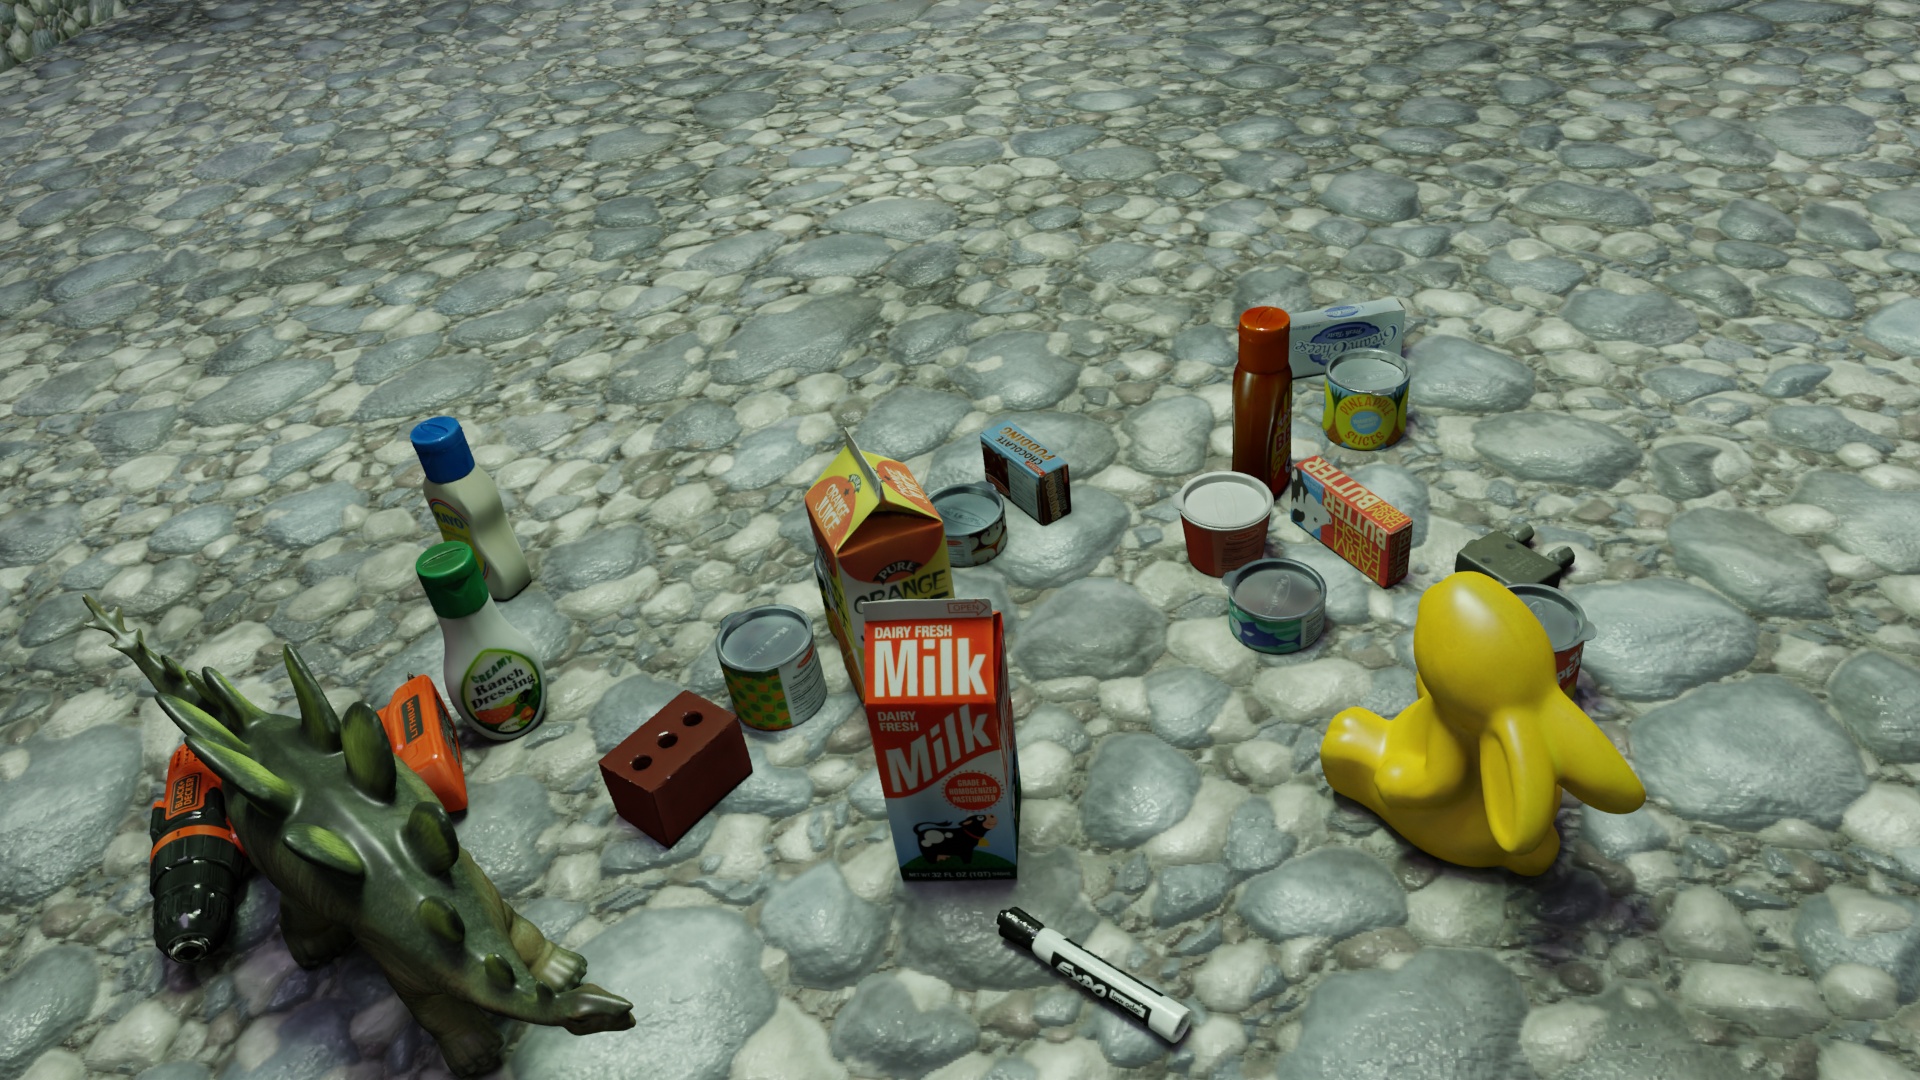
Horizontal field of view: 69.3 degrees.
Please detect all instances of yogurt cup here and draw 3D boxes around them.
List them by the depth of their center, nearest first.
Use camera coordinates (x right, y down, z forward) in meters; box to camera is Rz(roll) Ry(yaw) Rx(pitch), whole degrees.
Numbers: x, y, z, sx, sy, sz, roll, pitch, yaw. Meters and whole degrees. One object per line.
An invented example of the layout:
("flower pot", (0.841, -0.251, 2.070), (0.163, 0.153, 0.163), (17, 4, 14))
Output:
("yogurt cup", (0.193, -0.010, 1.012), (0.072, 0.053, 0.073), (-5, 38, 4))

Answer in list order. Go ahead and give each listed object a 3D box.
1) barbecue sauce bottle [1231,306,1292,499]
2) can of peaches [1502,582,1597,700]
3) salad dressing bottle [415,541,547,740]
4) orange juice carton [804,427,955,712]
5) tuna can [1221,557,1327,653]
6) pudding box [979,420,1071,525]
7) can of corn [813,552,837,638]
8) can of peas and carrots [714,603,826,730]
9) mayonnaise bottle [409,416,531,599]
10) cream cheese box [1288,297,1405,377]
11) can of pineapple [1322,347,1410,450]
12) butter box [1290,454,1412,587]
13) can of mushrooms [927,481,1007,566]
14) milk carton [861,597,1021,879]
("barbecue sauce bottle", (0.228, -0.104, 1.048), (0.044, 0.147, 0.065), (12, 42, 24))
("can of peaches", (0.358, 0.070, 0.874), (0.071, 0.057, 0.071), (-5, 38, 4))
("salad dressing bottle", (-0.323, 0.068, 0.932), (0.064, 0.146, 0.044), (-26, 41, -22))
("orange juice carton", (-0.049, 0.021, 0.904), (0.073, 0.191, 0.072), (-18, 39, -12))
("tuna can", (0.215, 0.044, 0.955), (0.071, 0.032, 0.071), (-5, 38, 4))
("pudding box", (0.051, -0.055, 1.099), (0.030, 0.049, 0.084), (-27, 41, -22))
("can of corn", (-0.068, 0.035, 0.999), (0.071, 0.058, 0.071), (-5, 38, 4))
("can of peas and carrots", (-0.130, 0.086, 0.945), (0.071, 0.058, 0.071), (-5, 38, 4))
("mayonnaise bottle", (-0.377, -0.024, 1.060), (0.065, 0.147, 0.041), (15, 43, 28))
("cream cheese box", (0.328, -0.174, 1.197), (0.104, 0.053, 0.024), (-9, 38, -1))
("can of pineapple", (0.325, -0.112, 1.115), (0.071, 0.057, 0.071), (-5, 38, 4))
("butter box", (0.281, -0.015, 1.002), (0.024, 0.052, 0.104), (-24, 40, -19))
("can of mushrooms", (0.004, -0.013, 1.068), (0.071, 0.033, 0.071), (-5, 38, 4))
("milk carton", (-0.008, 0.105, 0.790), (0.072, 0.189, 0.074), (-3, 38, 7))
